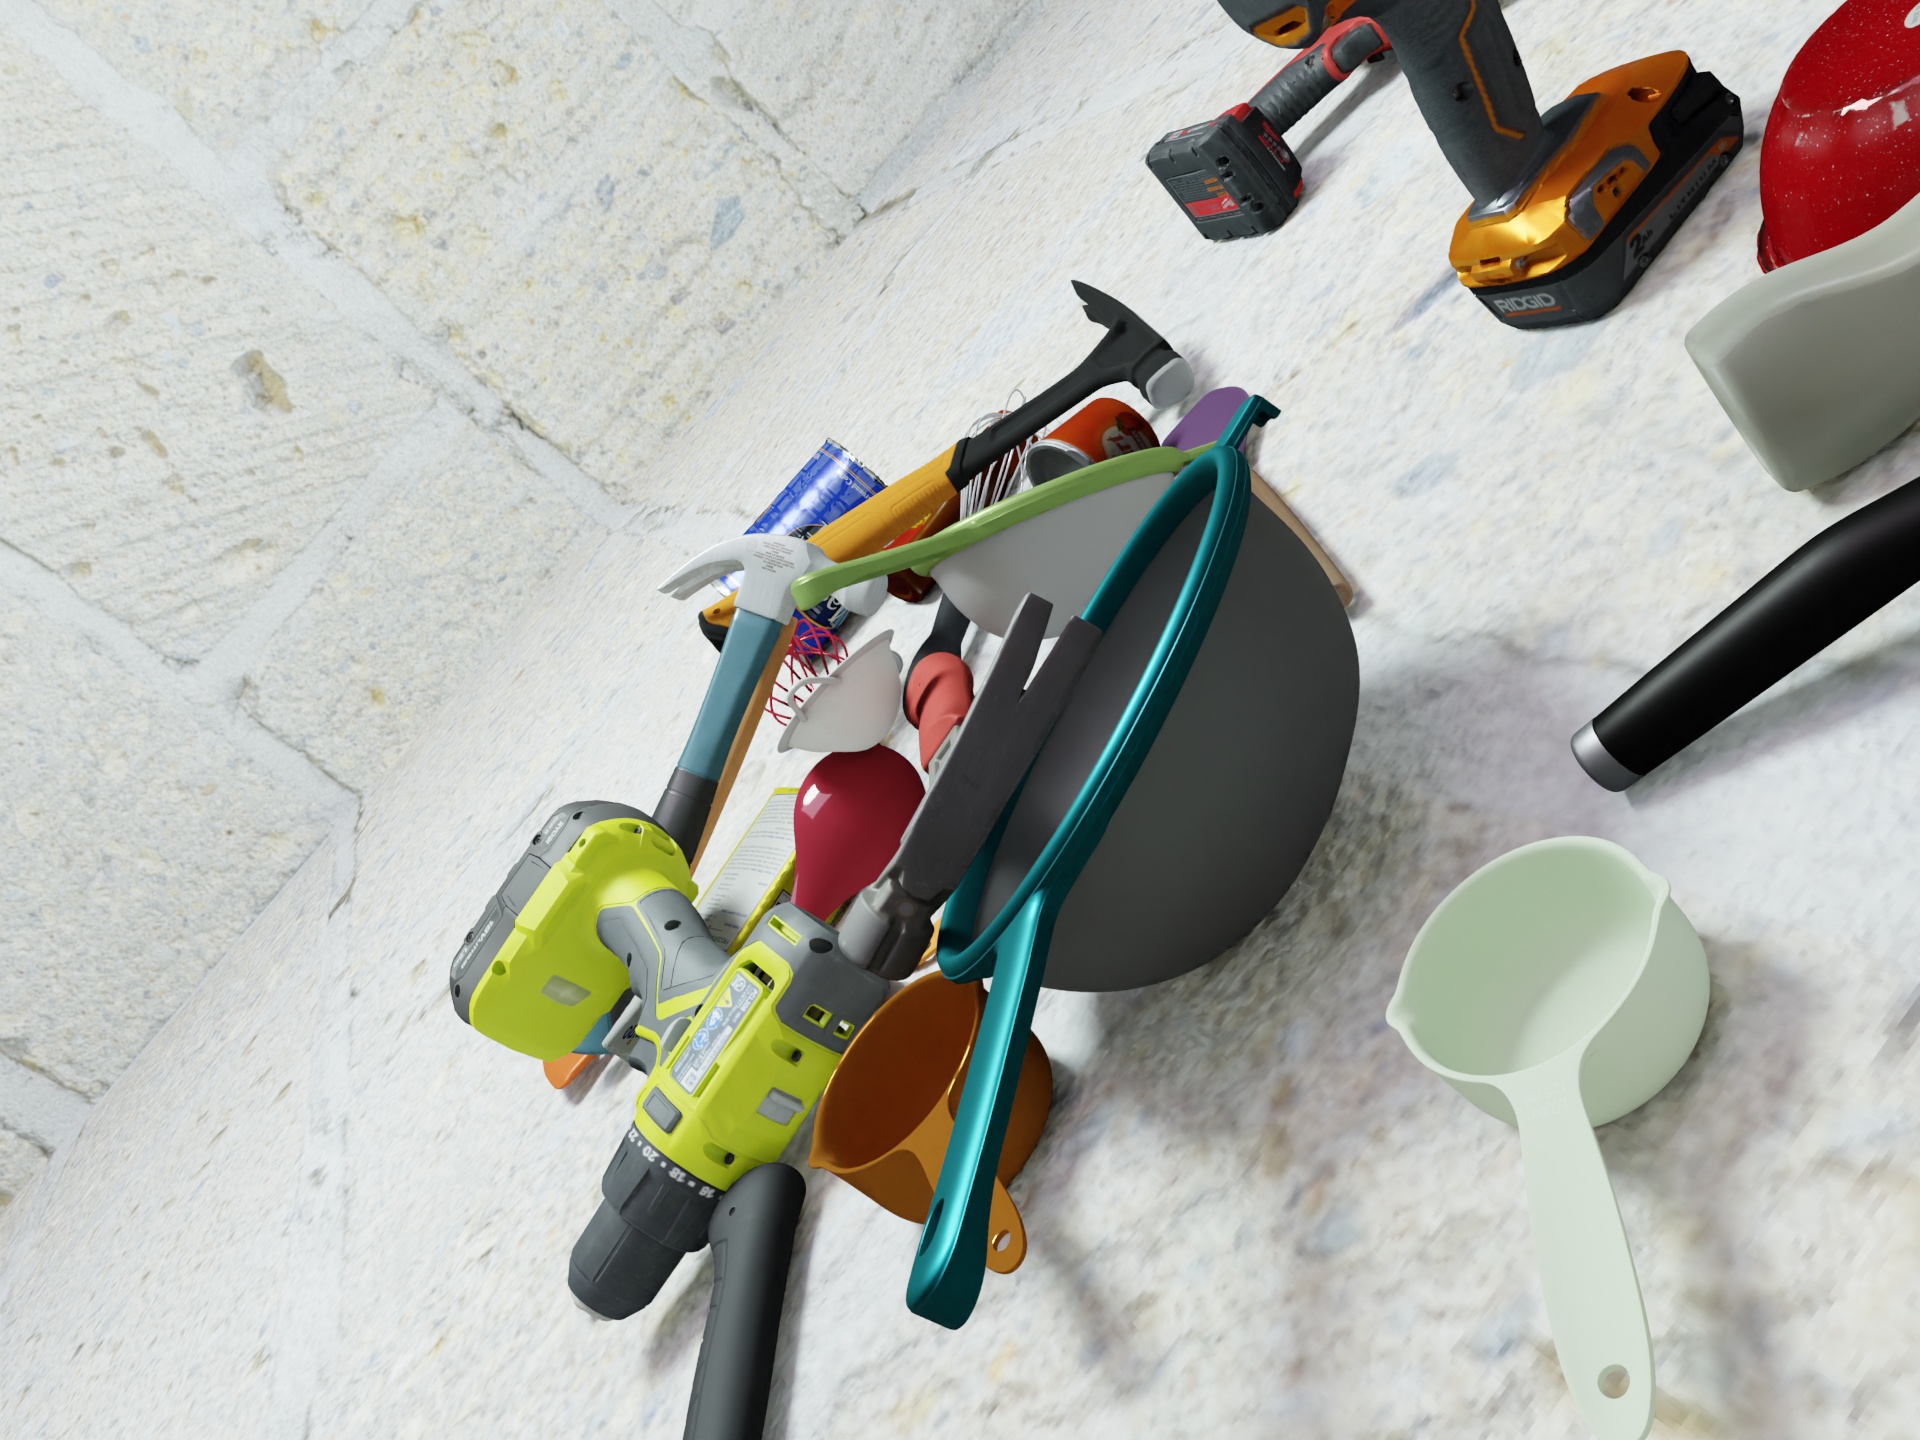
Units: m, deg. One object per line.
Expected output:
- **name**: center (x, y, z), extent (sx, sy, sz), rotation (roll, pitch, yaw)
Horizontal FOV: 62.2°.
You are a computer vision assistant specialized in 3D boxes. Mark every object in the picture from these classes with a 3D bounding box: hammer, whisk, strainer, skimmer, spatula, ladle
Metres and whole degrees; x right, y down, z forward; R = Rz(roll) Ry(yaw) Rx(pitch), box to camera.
- **hammer**: center (-0.084, 0.281, 0.528), extent (0.146, 0.035, 0.335), rotation (-40, 22, 23)
- **whisk**: center (-0.079, -0.003, 0.989), extent (0.073, 0.073, 0.296), rotation (-48, 26, 2)
- **hammer**: center (-0.001, -0.002, 0.735), extent (0.149, 0.036, 0.359), rotation (-61, 6, 8)
- **hammer**: center (-0.022, -0.151, 0.998), extent (0.337, 0.034, 0.127), rotation (-35, 46, 0)
- **strainer**: center (0.021, -0.067, 0.781), extent (0.151, 0.069, 0.256), rotation (-22, 1, 43)
- **skimmer**: center (0.317, -0.080, 0.382), extent (0.363, 0.090, 0.127), rotation (-47, 21, 34)
- **spatula**: center (0.146, -0.118, 0.798), extent (0.059, 0.018, 0.316), rotation (-47, 20, 16)
- **strainer**: center (0.065, 0.055, 0.521), extent (0.211, 0.095, 0.341), rotation (-58, 8, 41)
- **ladle**: center (-0.106, 0.145, 0.796), extent (0.315, 0.069, 0.031), rotation (-61, -1, -16)
- **hammer**: center (-0.160, 0.045, 0.941), extent (0.331, 0.128, 0.033), rotation (-69, -17, -2)
- **strainer**: center (-0.051, -0.019, 0.886), extent (0.087, 0.050, 0.258), rotation (-48, 2, 10)
- **spatula**: center (-0.178, 0.079, 0.999), extent (0.322, 0.041, 0.081), rotation (-67, 22, -3)
- **whisk**: center (0.010, -0.107, 1.001), extent (0.070, 0.070, 0.285), rotation (-28, 33, 43)

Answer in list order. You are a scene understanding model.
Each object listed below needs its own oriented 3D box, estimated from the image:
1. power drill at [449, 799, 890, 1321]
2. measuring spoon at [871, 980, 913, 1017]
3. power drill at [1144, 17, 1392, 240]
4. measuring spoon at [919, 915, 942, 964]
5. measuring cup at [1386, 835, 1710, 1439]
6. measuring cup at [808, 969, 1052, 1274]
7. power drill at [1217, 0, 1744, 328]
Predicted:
- **power drill**: center (-0.153, 0.148, 0.753), extent (0.229, 0.080, 0.190), rotation (28, 82, 48)
- **measuring spoon**: center (-0.013, 0.127, 0.695), extent (0.124, 0.018, 0.034), rotation (-2, 56, 54)
- **power drill**: center (0.251, -0.437, 1.079), extent (0.227, 0.080, 0.188), rotation (-46, 21, -3)
- **measuring spoon**: center (0.015, 0.081, 0.724), extent (0.117, 0.011, 0.021), rotation (-42, 21, 25)
- **measuring cup**: center (0.151, 0.099, 0.382), extent (0.083, 0.038, 0.168), rotation (-35, 26, 31)
- **measuring cup**: center (0.005, 0.153, 0.555), extent (0.095, 0.052, 0.174), rotation (-49, 23, -1)
- **power drill**: center (0.223, -0.295, 0.662), extent (0.164, 0.226, 0.084), rotation (-51, 21, -7)
